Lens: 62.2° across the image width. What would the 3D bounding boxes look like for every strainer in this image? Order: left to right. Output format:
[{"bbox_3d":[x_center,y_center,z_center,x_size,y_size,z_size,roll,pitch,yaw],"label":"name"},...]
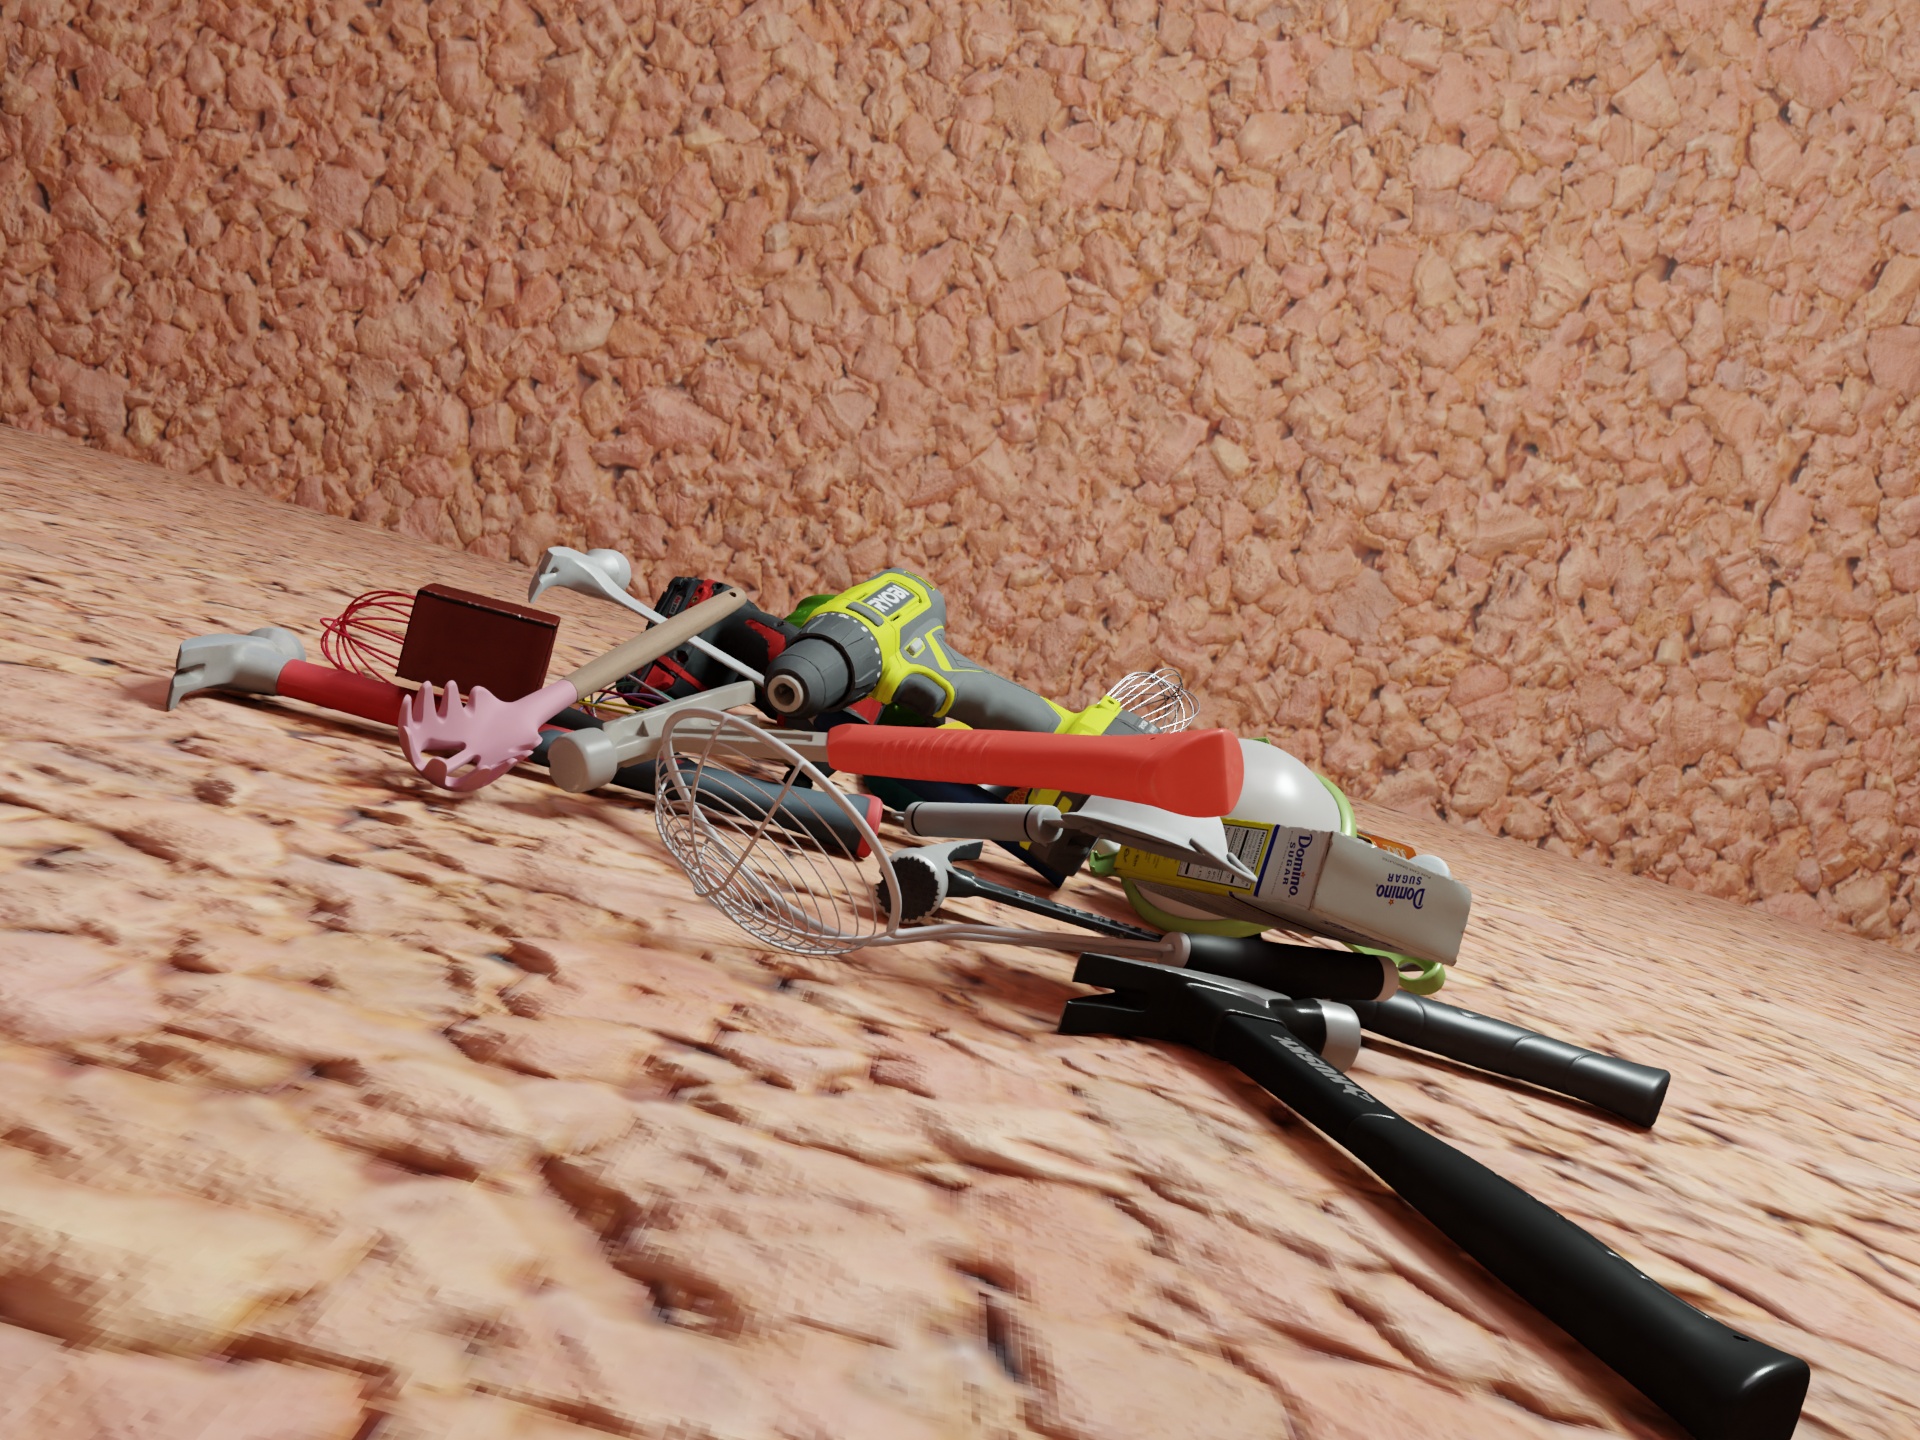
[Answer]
[{"bbox_3d":[0.046,0.049,0.783,0.086,0.050,0.258,23,-16,-37],"label":"strainer"},{"bbox_3d":[0.187,0.078,0.940,0.257,0.151,0.069,37,-22,55],"label":"strainer"}]

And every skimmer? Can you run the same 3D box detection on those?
[{"bbox_3d":[0.042,0.068,0.710,0.363,0.090,0.127,10,-22,-22],"label":"skimmer"}]

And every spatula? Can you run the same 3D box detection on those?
[{"bbox_3d":[-0.054,0.037,1.242,0.082,0.044,0.317,46,-2,-6],"label":"spatula"}]

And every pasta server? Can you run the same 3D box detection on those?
[{"bbox_3d":[-0.202,-0.030,0.895,0.060,0.040,0.316,41,31,5],"label":"pasta server"}]

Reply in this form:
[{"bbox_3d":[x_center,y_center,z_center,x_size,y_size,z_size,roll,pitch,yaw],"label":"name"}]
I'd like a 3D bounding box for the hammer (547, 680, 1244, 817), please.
[{"bbox_3d":[-0.028,0.013,0.768,0.359,0.036,0.149,2,14,36],"label":"hammer"}]

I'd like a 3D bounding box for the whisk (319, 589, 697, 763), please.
[{"bbox_3d":[-0.281,-0.013,1.008,0.296,0.073,0.073,23,6,14],"label":"whisk"}]

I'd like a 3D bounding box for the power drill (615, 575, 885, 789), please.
[{"bbox_3d":[-0.147,-0.028,1.179,0.220,0.143,0.078,13,-18,39],"label":"power drill"}]

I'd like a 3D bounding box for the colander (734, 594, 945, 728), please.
[{"bbox_3d":[-0.086,-0.070,1.367,0.204,0.094,0.397,16,-15,-10],"label":"colander"}]

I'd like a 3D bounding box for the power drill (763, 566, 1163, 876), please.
[{"bbox_3d":[-0.002,-0.003,0.992,0.228,0.080,0.190,32,27,8],"label":"power drill"}]

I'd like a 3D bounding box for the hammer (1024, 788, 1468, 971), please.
[{"bbox_3d":[0.180,0.091,1.070,0.331,0.033,0.128,17,-26,36],"label":"hammer"}]

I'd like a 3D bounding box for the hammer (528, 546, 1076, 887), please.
[{"bbox_3d":[-0.102,-0.007,1.042,0.405,0.035,0.144,30,8,7],"label":"hammer"}]

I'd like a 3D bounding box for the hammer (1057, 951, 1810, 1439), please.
[{"bbox_3d":[0.151,0.150,0.553,0.146,0.035,0.335,15,4,-19],"label":"hammer"}]

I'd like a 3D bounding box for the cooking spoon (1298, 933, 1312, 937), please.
[{"bbox_3d":[0.175,0.114,1.226,0.068,0.017,0.319,13,5,-26],"label":"cooking spoon"}]

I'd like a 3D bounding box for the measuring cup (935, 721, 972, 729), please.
[{"bbox_3d":[-0.003,0.033,1.191,0.062,0.029,0.157,-19,15,0],"label":"measuring cup"}]

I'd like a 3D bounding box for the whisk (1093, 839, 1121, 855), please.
[{"bbox_3d":[0.097,0.077,1.261,0.057,0.059,0.246,0,13,-13],"label":"whisk"}]

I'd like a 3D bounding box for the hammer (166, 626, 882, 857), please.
[{"bbox_3d":[-0.233,0.017,0.894,0.386,0.038,0.143,15,5,-6],"label":"hammer"}]

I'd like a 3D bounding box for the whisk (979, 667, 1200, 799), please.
[{"bbox_3d":[0.091,0.022,1.274,0.284,0.070,0.070,-25,31,-38],"label":"whisk"}]

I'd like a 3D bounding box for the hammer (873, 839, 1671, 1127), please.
[{"bbox_3d":[0.161,0.133,0.826,0.409,0.036,0.149,17,3,7],"label":"hammer"}]

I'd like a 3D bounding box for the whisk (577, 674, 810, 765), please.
[{"bbox_3d":[-0.176,0.004,1.007,0.245,0.051,0.047,10,-27,46],"label":"whisk"}]
